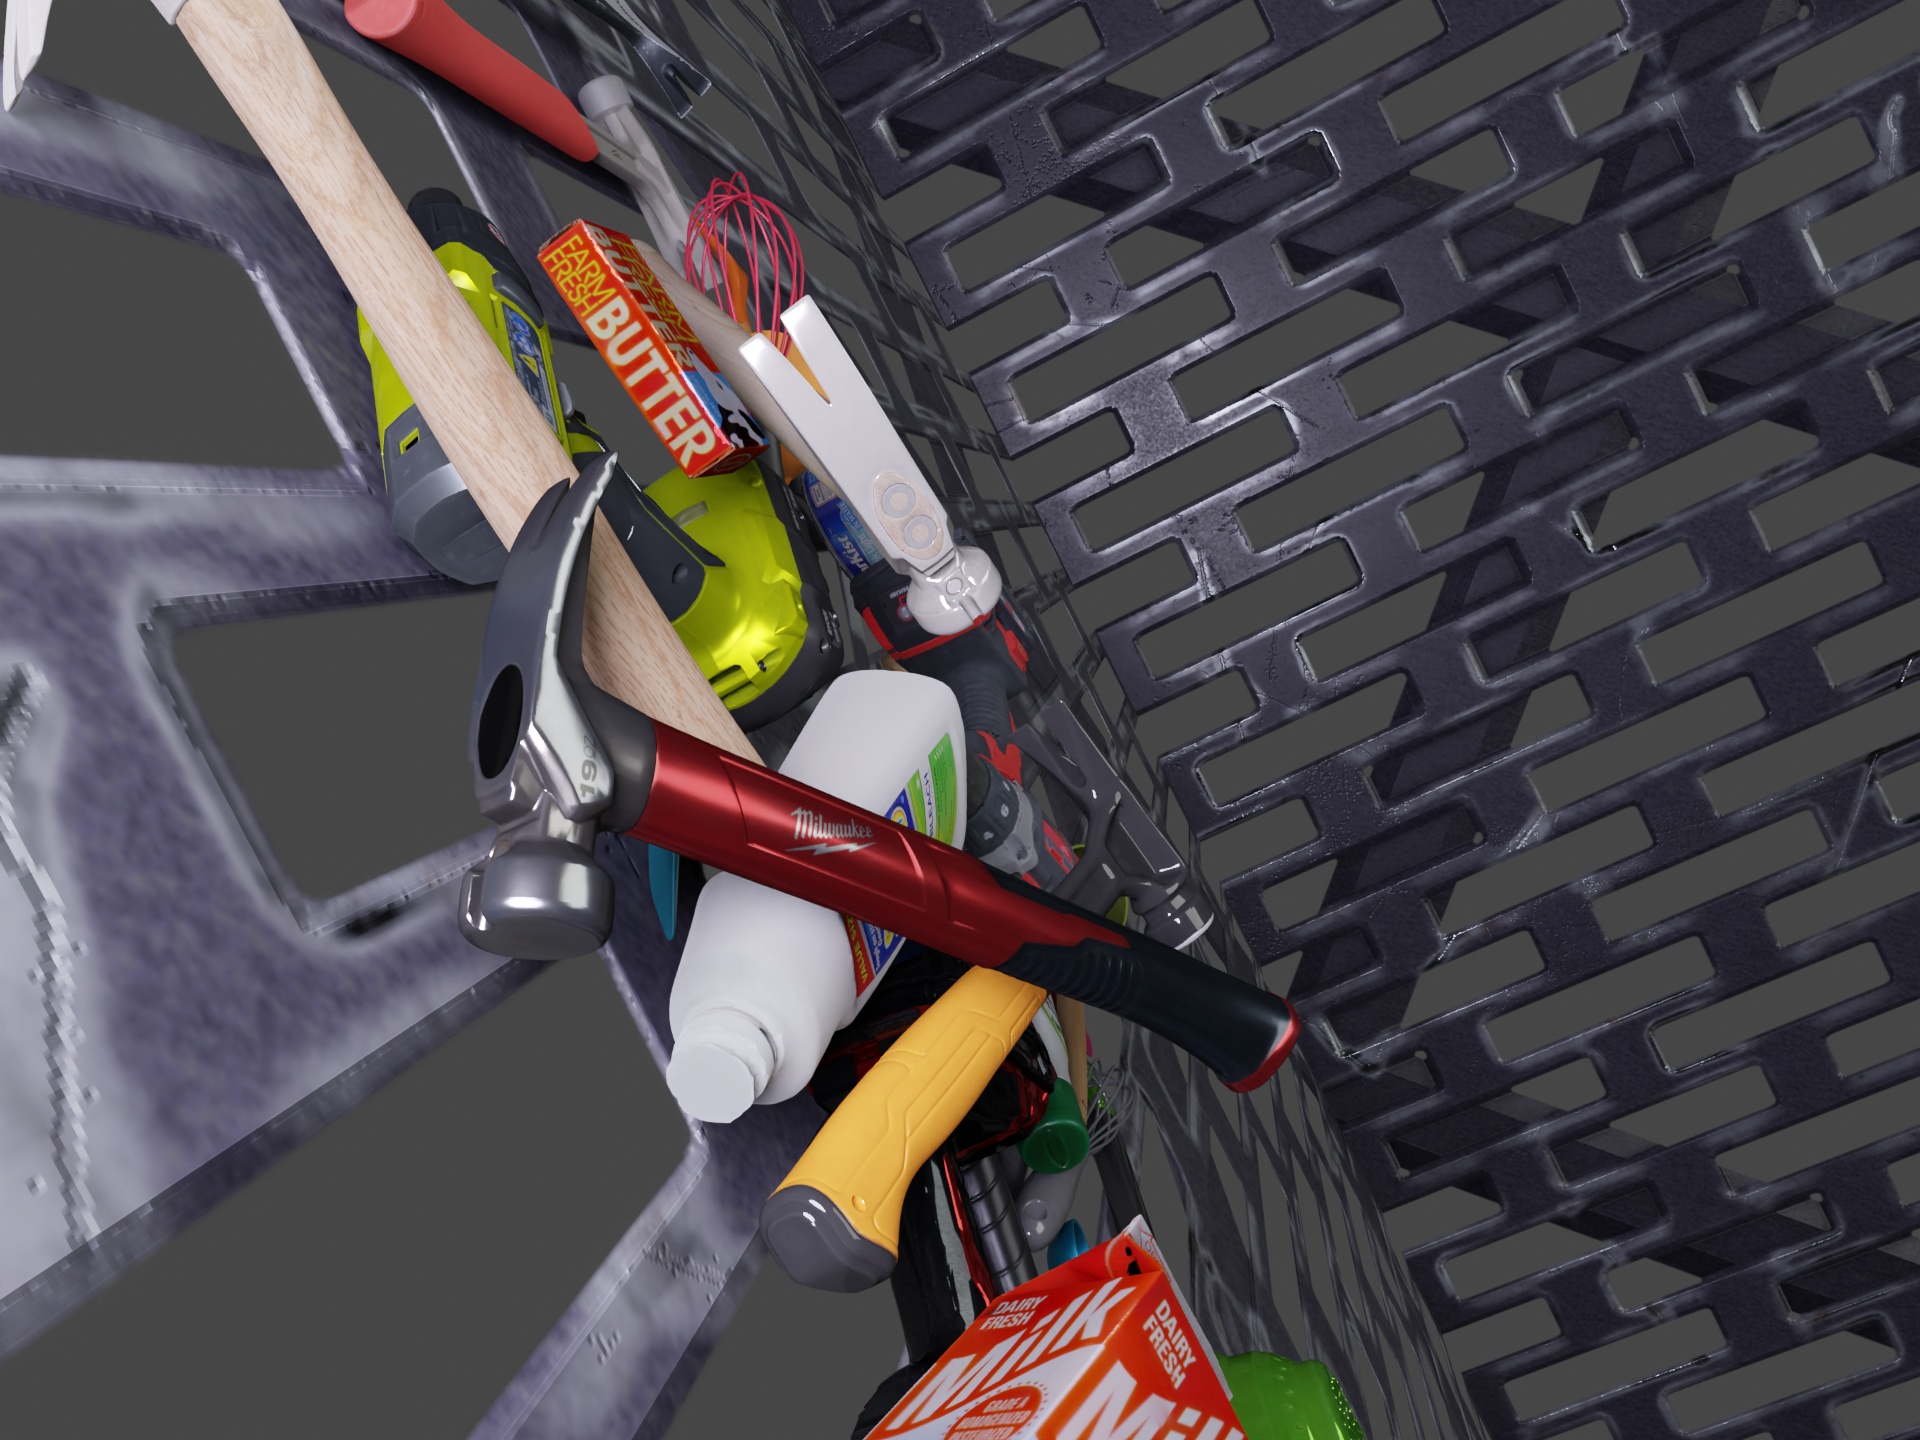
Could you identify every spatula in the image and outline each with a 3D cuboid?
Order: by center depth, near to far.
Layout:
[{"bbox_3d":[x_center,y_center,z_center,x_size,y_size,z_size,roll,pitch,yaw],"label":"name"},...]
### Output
[{"bbox_3d":[-0.081,0.045,0.678,0.317,0.044,0.082,22,67,-77],"label":"spatula"},{"bbox_3d":[-0.152,-0.240,1.067,0.081,0.041,0.323,46,25,-58],"label":"spatula"}]

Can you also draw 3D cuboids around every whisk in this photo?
[{"bbox_3d":[0.058,0.241,0.895,0.055,0.055,0.239,64,15,0],"label":"whisk"},{"bbox_3d":[-0.117,-0.185,0.912,0.073,0.073,0.296,39,41,-66],"label":"whisk"}]

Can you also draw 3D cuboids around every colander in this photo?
[{"bbox_3d":[0.163,0.367,0.942,0.204,0.094,0.398,56,12,-49],"label":"colander"}]

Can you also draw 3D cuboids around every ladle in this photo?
[{"bbox_3d":[0.080,0.166,1.018,0.078,0.062,0.320,56,12,-13],"label":"ladle"}]

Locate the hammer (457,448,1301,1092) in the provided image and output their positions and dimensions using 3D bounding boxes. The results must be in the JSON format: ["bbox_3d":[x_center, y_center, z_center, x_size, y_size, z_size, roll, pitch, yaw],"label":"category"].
[{"bbox_3d":[0.005,0.051,0.548,0.385,0.038,0.143,28,52,-43],"label":"hammer"}]

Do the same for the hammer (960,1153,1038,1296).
[{"bbox_3d":[0.035,0.279,0.713,0.335,0.035,0.146,68,12,21],"label":"hammer"}]

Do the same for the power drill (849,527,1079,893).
[{"bbox_3d":[-0.001,-0.003,0.903,0.187,0.080,0.227,50,20,-49],"label":"power drill"}]

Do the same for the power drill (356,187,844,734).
[{"bbox_3d":[-0.143,-0.098,0.635,0.223,0.080,0.171,43,24,-55],"label":"power drill"}]

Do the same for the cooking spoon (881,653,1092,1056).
[{"bbox_3d":[0.021,0.095,1.118,0.319,0.017,0.069,63,7,-6],"label":"cooking spoon"}]

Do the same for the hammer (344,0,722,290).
[{"bbox_3d":[-0.225,-0.328,0.876,0.149,0.036,0.359,64,10,-2],"label":"hammer"}]

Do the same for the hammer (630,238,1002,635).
[{"bbox_3d":[-0.109,-0.177,0.750,0.146,0.038,0.411,54,-4,-37],"label":"hammer"}]

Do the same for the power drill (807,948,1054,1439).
[{"bbox_3d":[0.002,0.212,0.610,0.143,0.078,0.220,51,20,-47],"label":"power drill"}]

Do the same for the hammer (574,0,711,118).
[{"bbox_3d":[-0.259,-0.437,0.907,0.149,0.036,0.409,45,15,-1],"label":"hammer"}]

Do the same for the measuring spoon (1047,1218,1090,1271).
[{"bbox_3d":[0.070,0.319,0.855,0.042,0.021,0.128,-96,166,-58],"label":"measuring spoon"}]

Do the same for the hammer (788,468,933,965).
[{"bbox_3d":[-0.053,-0.012,0.966,0.143,0.035,0.406,55,14,-40],"label":"hammer"}]

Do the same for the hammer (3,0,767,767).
[{"bbox_3d":[-0.158,-0.110,0.479,0.130,0.031,0.331,-39,104,-39],"label":"hammer"}]

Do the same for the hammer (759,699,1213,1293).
[{"bbox_3d":[0.013,0.096,0.609,0.127,0.034,0.337,54,29,-2],"label":"hammer"}]

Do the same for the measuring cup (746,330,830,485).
[{"bbox_3d":[-0.091,-0.205,1.028,0.173,0.052,0.095,-14,75,-56],"label":"measuring cup"}]
